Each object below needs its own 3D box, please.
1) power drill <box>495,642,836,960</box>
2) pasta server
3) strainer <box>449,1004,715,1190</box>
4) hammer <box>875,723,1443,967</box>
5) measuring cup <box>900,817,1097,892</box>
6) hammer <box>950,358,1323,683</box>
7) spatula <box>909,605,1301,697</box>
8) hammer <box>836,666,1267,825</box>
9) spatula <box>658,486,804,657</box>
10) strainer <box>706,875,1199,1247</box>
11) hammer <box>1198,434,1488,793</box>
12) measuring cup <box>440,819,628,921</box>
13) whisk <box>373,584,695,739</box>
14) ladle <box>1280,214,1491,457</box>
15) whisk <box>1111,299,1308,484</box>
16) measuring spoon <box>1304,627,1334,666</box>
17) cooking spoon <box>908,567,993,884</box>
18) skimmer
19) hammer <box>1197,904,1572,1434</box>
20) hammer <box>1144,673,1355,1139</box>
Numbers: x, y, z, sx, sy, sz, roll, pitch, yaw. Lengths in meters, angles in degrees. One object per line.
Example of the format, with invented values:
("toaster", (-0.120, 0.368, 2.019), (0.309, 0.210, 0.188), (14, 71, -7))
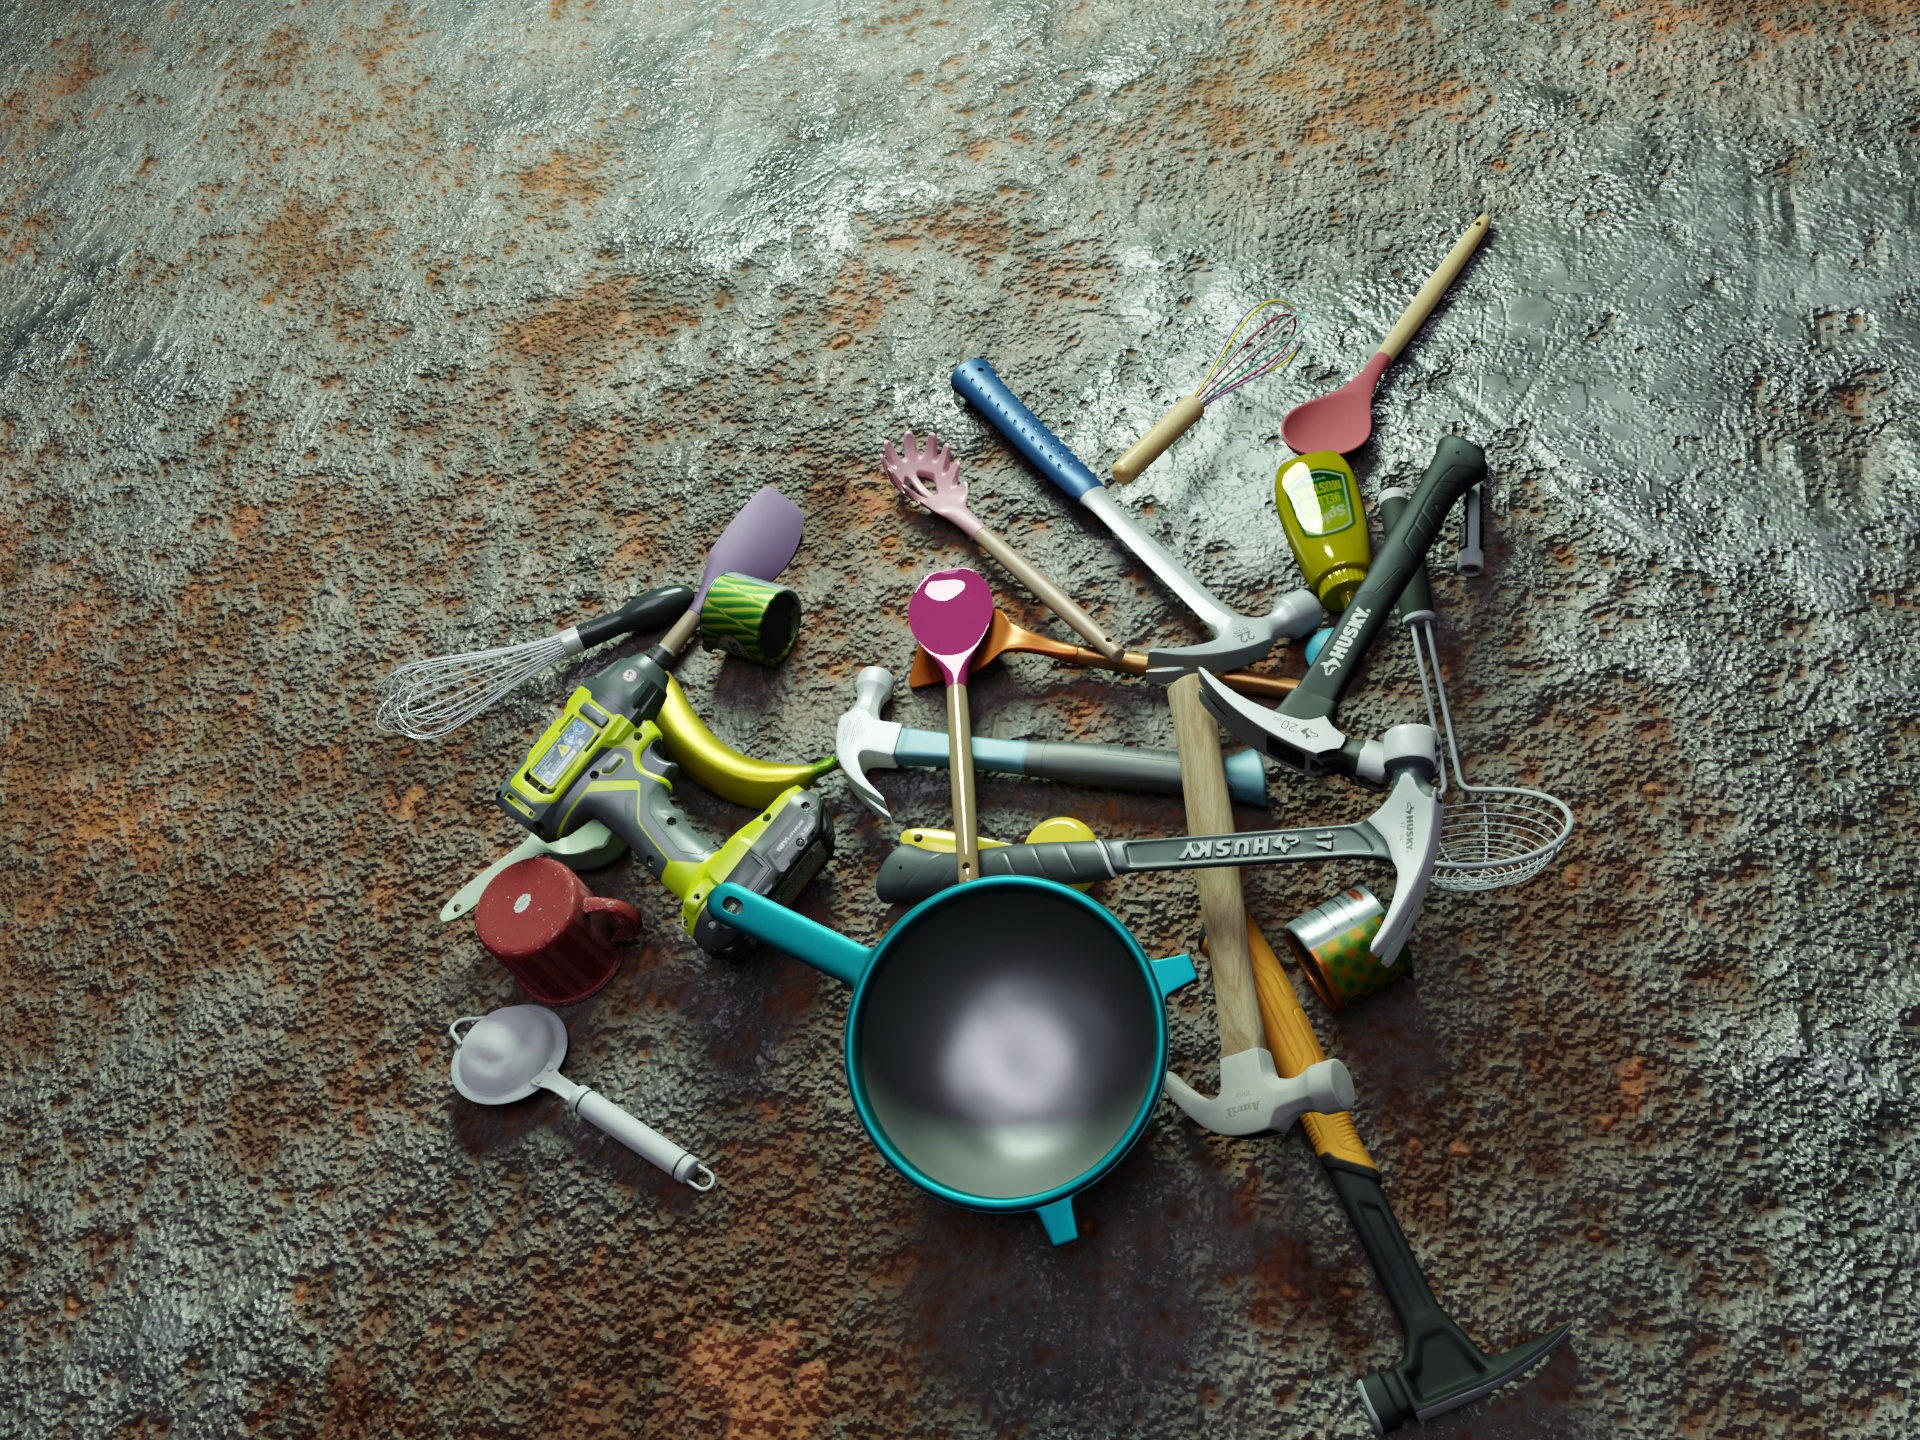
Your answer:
("power drill", (-0.209, 0.057, 1.179), (0.223, 0.080, 0.171), (35, 78, 14))
("pasta server", (0.032, -0.142, 1.285), (0.060, 0.040, 0.317), (-27, 49, -21))
("strainer", (-0.275, 0.263, 1.131), (0.258, 0.050, 0.087), (25, 54, 23))
("hammer", (0.116, 0.096, 1.061), (0.409, 0.036, 0.149), (-8, 59, 32))
("measuring cup", (0.026, 0.091, 1.163), (0.156, 0.029, 0.062), (7, 61, 18))
("hammer", (0.108, -0.175, 1.291), (0.144, 0.035, 0.406), (-25, 52, -20))
("spatula", (0.116, -0.043, 1.229), (0.322, 0.041, 0.081), (10, 61, 15))
("hammer", (0.064, 0.028, 1.187), (0.331, 0.033, 0.128), (5, 54, 16))
("spatula", (-0.235, -0.067, 1.331), (0.059, 0.018, 0.316), (38, 74, -5))
("strainer", (-0.017, 0.192, 1.065), (0.340, 0.095, 0.211), (22, 78, 24))
("hammer", (0.296, -0.095, 1.141), (0.146, 0.035, 0.335), (21, 56, 24))
("measuring cup", (-0.326, 0.109, 1.235), (0.167, 0.038, 0.083), (-38, 56, -12))
("whisk", (-0.357, -0.054, 1.340), (0.284, 0.070, 0.070), (-23, 56, -5))
("ladle", (0.366, -0.322, 1.334), (0.069, 0.031, 0.315), (29, 68, 25))
("whisk", (0.210, -0.271, 1.317), (0.051, 0.047, 0.245), (27, 61, 38))
("measuring spoon", (0.258, -0.028, 1.161), (0.042, 0.021, 0.129), (22, 50, 20))
("cooking spoon", (-0.002, -0.004, 1.192), (0.069, 0.017, 0.319), (-9, 47, 6))
("skimmer", (0.337, -0.038, 1.126), (0.127, 0.090, 0.364), (-8, 57, 11))
("hammer", (0.242, 0.257, 1.002), (0.127, 0.034, 0.337), (-23, 56, 0))
("hammer", (0.172, 0.115, 1.062), (0.130, 0.031, 0.332), (-27, 51, 33))
